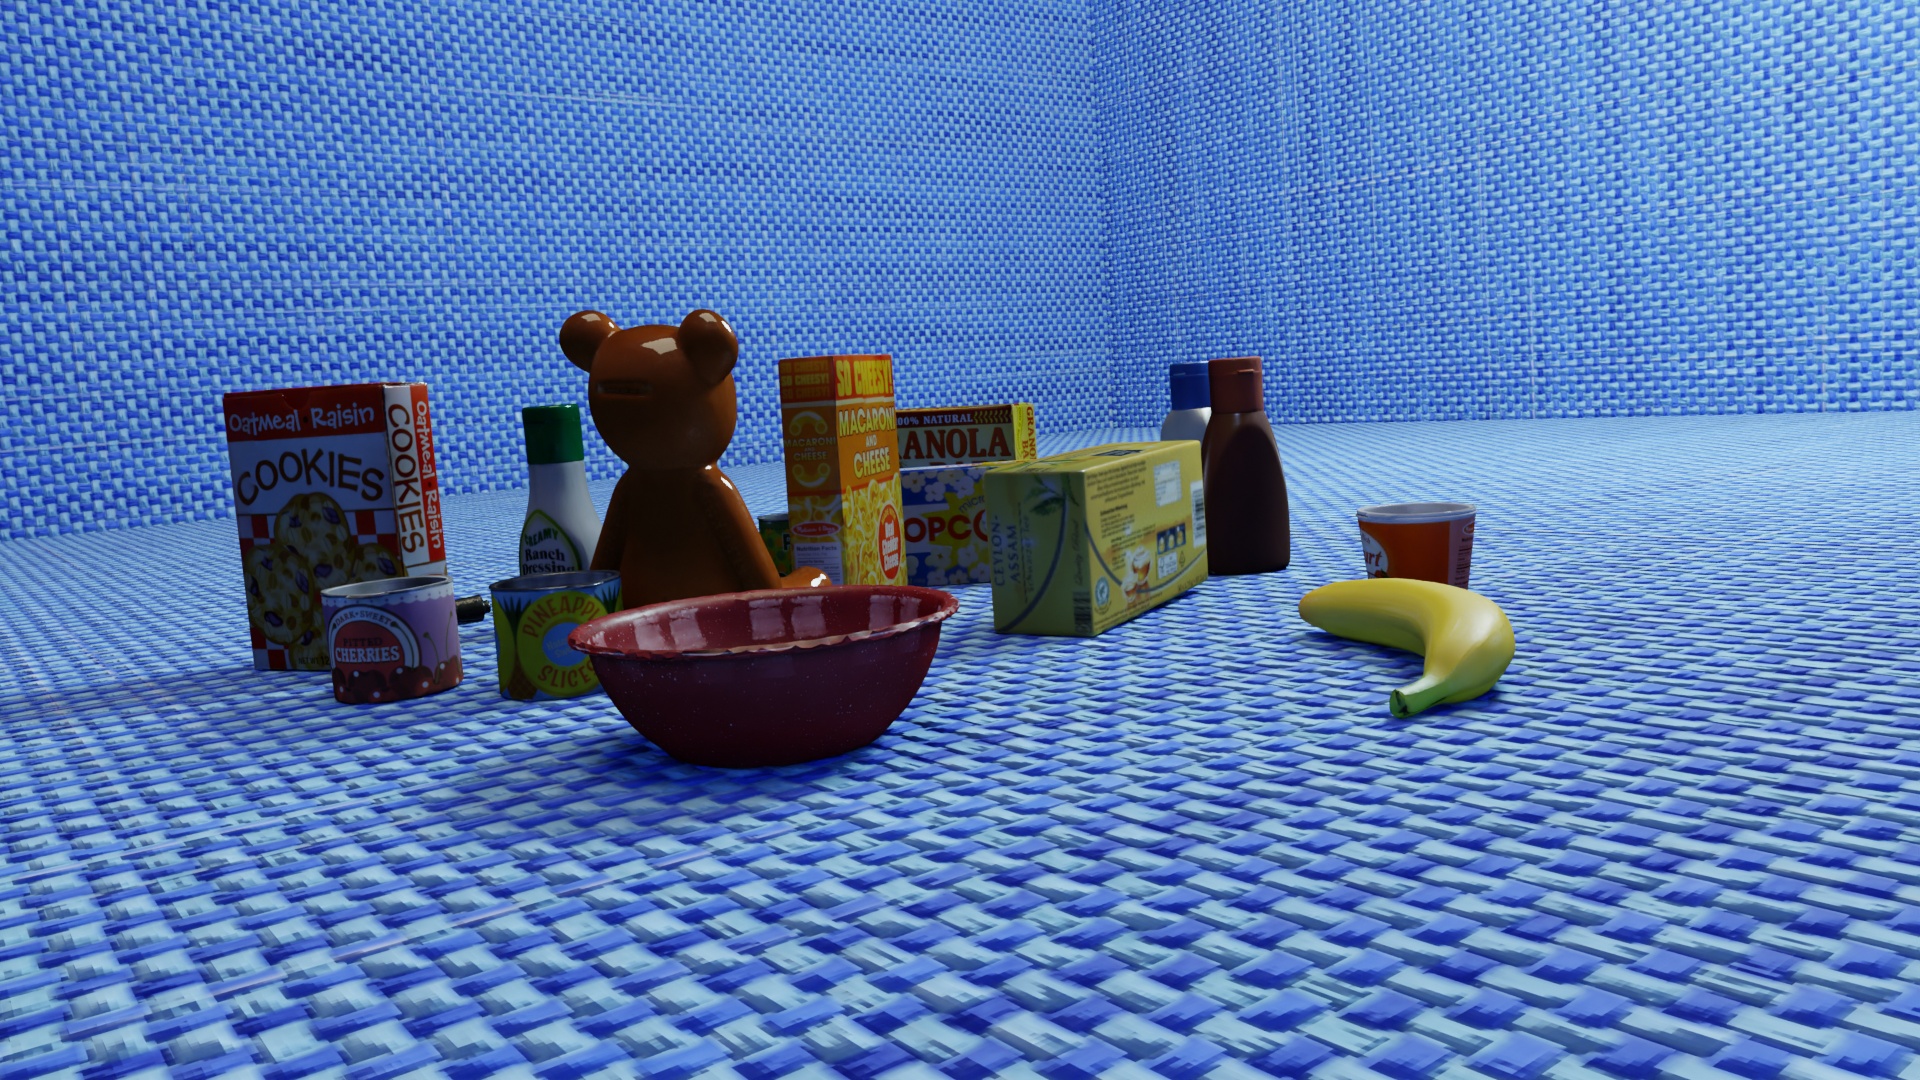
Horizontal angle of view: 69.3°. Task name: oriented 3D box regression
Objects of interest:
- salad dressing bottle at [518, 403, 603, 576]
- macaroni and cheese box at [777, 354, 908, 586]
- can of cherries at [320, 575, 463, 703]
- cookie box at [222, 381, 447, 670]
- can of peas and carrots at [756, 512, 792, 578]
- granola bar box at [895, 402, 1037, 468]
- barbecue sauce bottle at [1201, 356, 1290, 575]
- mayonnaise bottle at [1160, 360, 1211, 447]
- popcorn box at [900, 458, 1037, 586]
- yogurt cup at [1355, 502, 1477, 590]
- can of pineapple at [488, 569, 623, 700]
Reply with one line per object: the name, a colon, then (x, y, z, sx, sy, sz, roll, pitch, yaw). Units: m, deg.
salad dressing bottle: (-0.263, -0.016, 0.915, 0.064, 0.147, 0.044, -1, 7, 27)
macaroni and cheese box: (-0.075, -0.036, 0.901, 0.040, 0.166, 0.124, -2, 6, 15)
can of cherries: (-0.303, 0.052, 0.739, 0.071, 0.058, 0.071, -4, 6, 1)
cookie box: (-0.368, -0.008, 0.821, 0.123, 0.167, 0.040, -2, 6, 21)
can of peas and carrots: (-0.110, 0.010, 0.994, 0.071, 0.058, 0.071, -4, 6, 1)
granola bar box: (-0.012, -0.055, 1.214, 0.165, 0.124, 0.039, 0, 7, 33)
barbecue sauce bottle: (0.194, -0.052, 0.963, 0.065, 0.148, 0.043, -5, 6, -11)
mayonnaise bottle: (0.192, -0.071, 1.126, 0.041, 0.148, 0.064, -10, 8, -44)
popcorn box: (0.004, -0.013, 1.007, 0.127, 0.085, 0.038, -4, 6, 2)
yogurt cup: (0.268, 0.007, 0.817, 0.072, 0.054, 0.072, -4, 6, 1)
can of pineapple: (-0.207, 0.048, 0.720, 0.071, 0.057, 0.071, -4, 6, 1)
